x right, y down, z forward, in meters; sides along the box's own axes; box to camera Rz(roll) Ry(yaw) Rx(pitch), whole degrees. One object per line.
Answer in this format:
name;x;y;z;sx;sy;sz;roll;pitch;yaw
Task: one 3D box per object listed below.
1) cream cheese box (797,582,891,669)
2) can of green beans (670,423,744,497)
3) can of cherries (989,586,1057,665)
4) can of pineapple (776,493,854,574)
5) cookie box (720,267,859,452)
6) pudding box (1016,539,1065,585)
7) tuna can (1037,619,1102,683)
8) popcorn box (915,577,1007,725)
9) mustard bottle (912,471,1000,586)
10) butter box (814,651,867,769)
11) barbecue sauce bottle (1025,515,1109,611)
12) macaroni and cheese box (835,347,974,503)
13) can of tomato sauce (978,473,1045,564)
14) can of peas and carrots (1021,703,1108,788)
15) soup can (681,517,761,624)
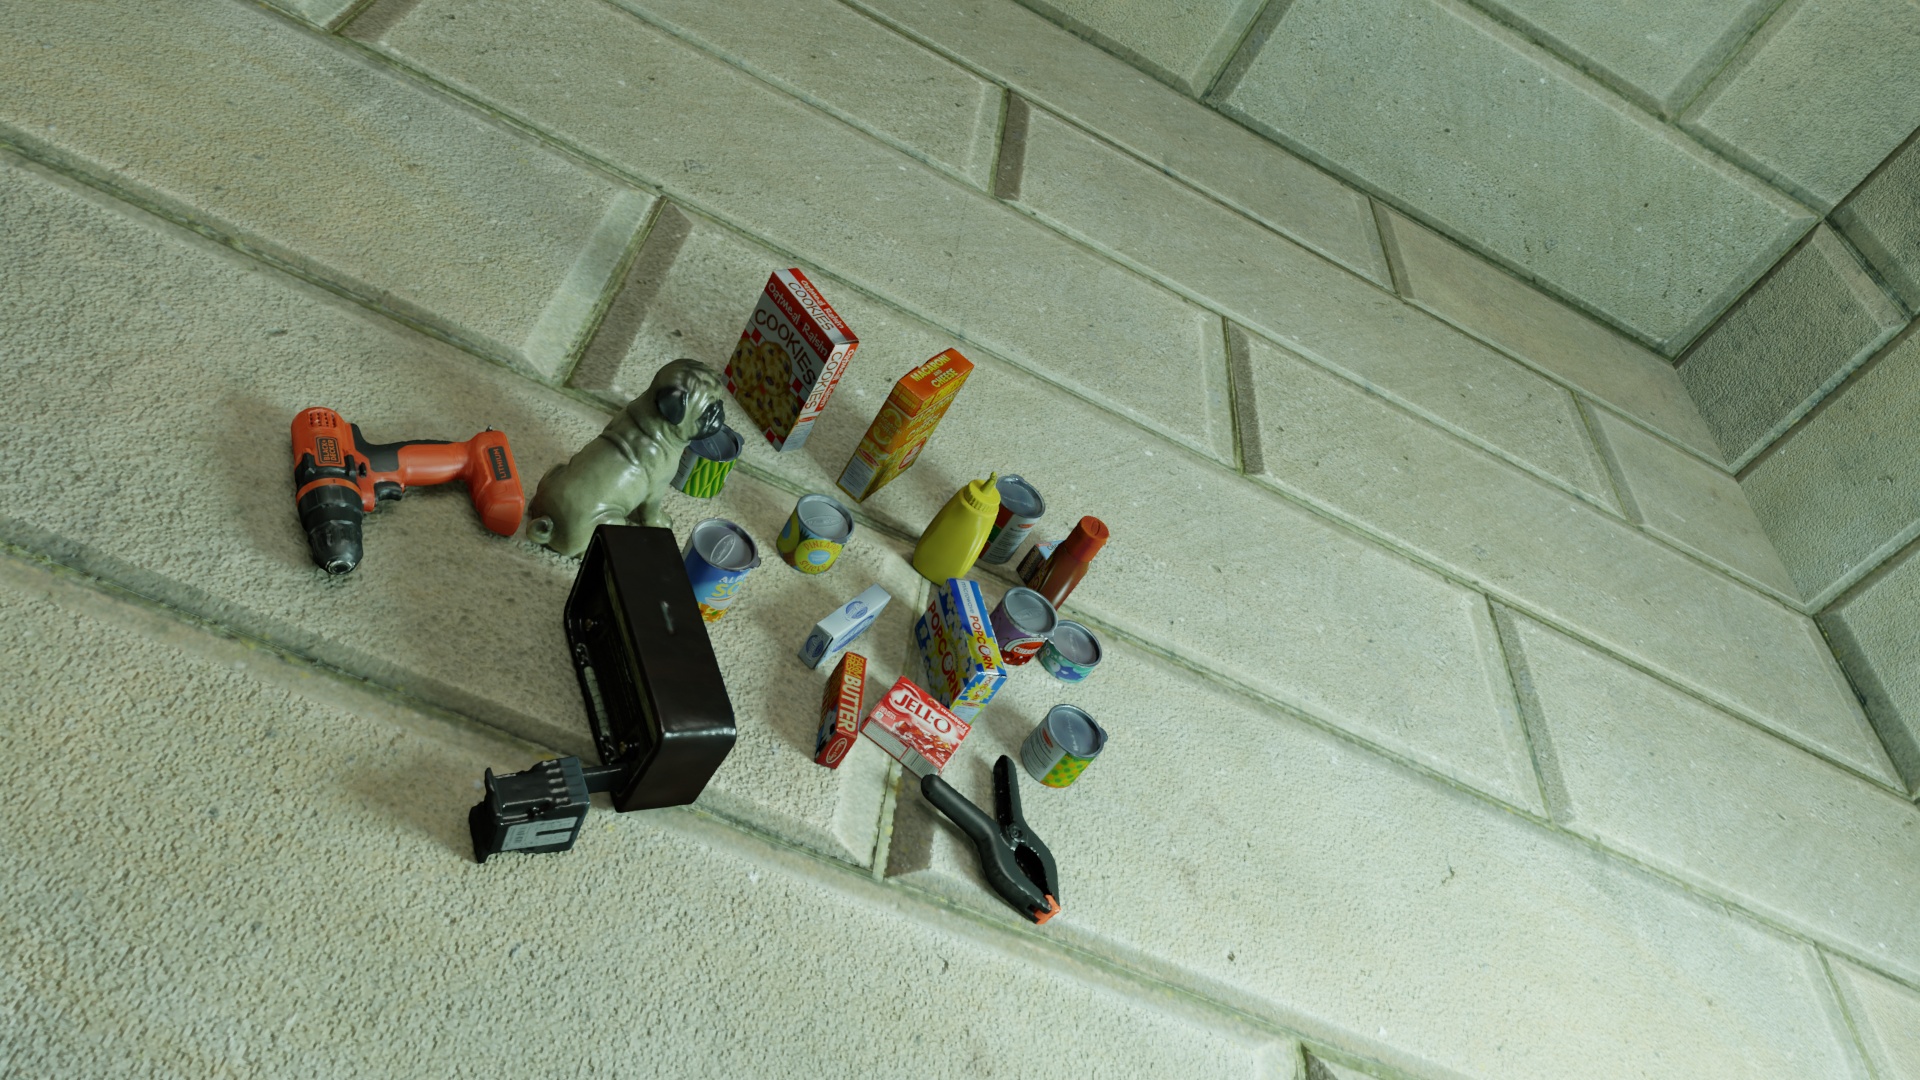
cream cheese box;-0.116;0.085;1.389;0.024;0.053;0.104;42;38;10
can of green beans;-0.270;-0.087;1.457;0.071;0.057;0.071;20;39;-18
can of cherries;0.064;0.095;1.506;0.071;0.058;0.072;20;39;-18
can of pineapple;-0.152;-0.005;1.456;0.071;0.057;0.071;20;39;-18
cookie box;-0.192;-0.201;1.549;0.040;0.166;0.123;-17;61;-46
pudding box;0.112;0.024;1.626;0.084;0.049;0.030;-6;53;-41
tuna can;0.119;0.123;1.538;0.071;0.032;0.071;20;39;-18
popcorn box;-0.001;0.112;1.417;0.038;0.084;0.127;10;44;-29
mustard bottle;0.005;-0.019;1.503;0.065;0.159;0.049;35;37;1
butter box;-0.113;0.159;1.311;0.024;0.052;0.104;22;39;-16
barbecue sauce bottle;0.112;0.034;1.534;0.043;0.147;0.065;29;37;-7
macaroni and cheese box;-0.063;-0.131;1.569;0.040;0.165;0.124;40;37;7
can of tomato sauce;0.049;-0.025;1.605;0.071;0.082;0.071;20;39;-18
can of peas and carrots;0.105;0.210;1.412;0.071;0.058;0.071;20;39;-18
soup can;-0.238;0.032;1.331;0.071;0.083;0.072;20;39;-18
